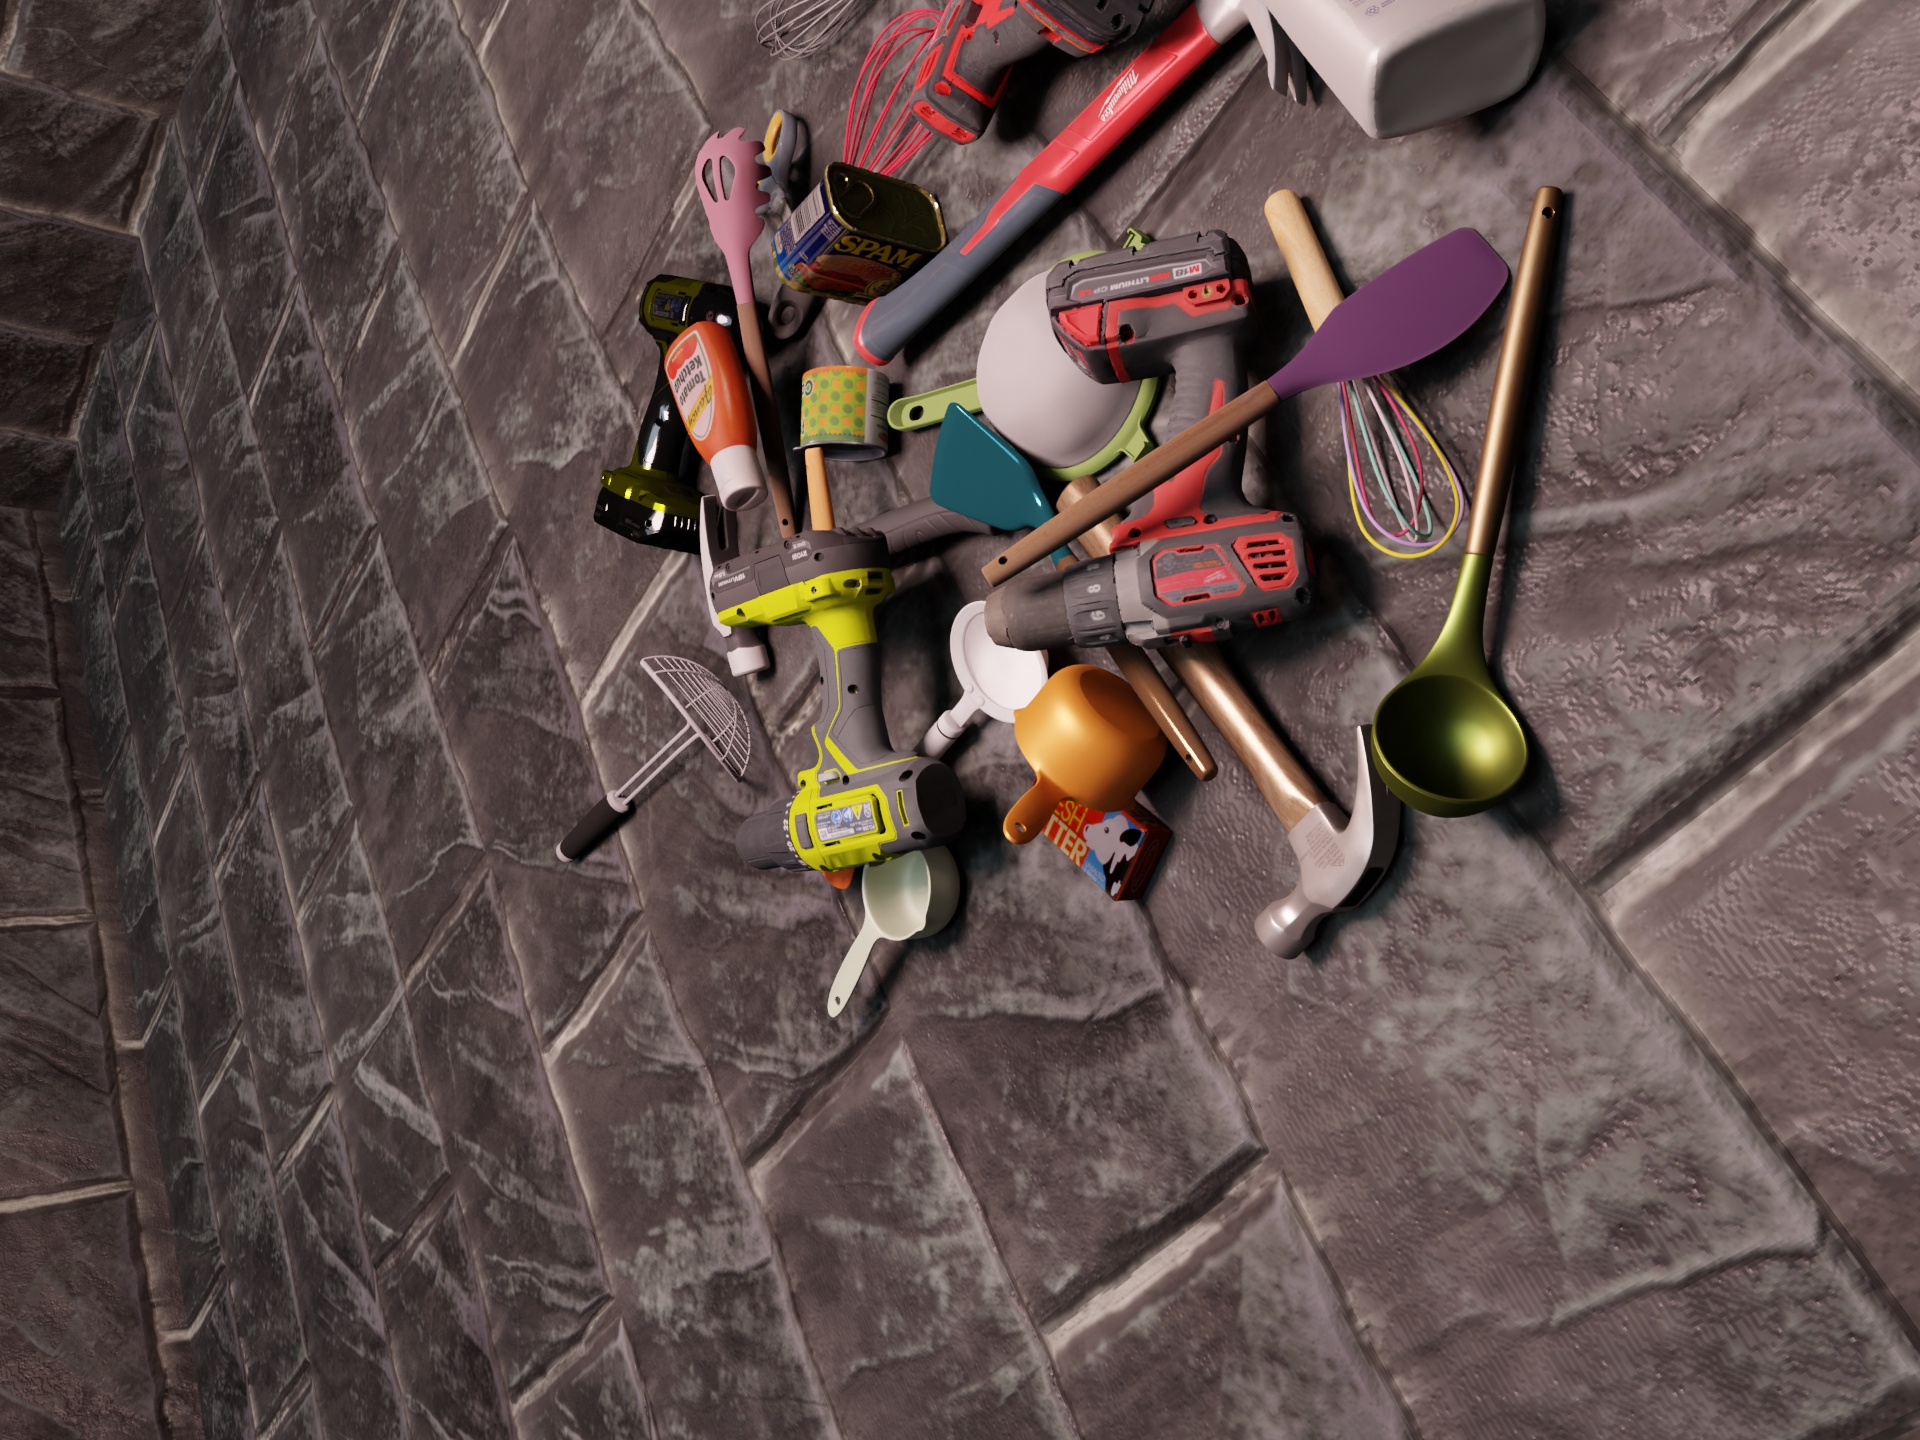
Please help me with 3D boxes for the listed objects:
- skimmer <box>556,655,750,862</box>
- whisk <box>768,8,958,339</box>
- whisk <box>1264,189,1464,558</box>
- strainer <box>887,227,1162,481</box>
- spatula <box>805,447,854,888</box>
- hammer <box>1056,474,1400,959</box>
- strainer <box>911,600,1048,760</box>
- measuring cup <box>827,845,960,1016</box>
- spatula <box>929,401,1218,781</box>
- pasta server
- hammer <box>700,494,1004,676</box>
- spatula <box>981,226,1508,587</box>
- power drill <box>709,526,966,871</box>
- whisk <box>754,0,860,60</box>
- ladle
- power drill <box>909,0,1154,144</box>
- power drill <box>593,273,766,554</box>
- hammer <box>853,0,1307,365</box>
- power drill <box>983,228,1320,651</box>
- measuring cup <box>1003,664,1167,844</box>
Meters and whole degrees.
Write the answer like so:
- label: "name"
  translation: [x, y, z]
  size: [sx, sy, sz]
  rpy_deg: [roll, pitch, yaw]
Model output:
- label: "skimmer"
  translation: [-0.293, 0.058, 1.389]
  size: [0.127, 0.090, 0.363]
  rpy_deg: [51, 133, -1]
- label: "whisk"
  translation: [-0.080, -0.402, 1.203]
  size: [0.295, 0.073, 0.073]
  rpy_deg: [-52, 52, 40]
- label: "whisk"
  translation: [0.211, -0.194, 0.872]
  size: [0.047, 0.051, 0.245]
  rpy_deg: [-42, 54, 45]
- label: "strainer"
  translation: [0.020, -0.232, 1.068]
  size: [0.256, 0.069, 0.151]
  rpy_deg: [-4, 84, 47]
- label: "spatula"
  translation: [-0.096, -0.039, 1.178]
  size: [0.081, 0.041, 0.322]
  rpy_deg: [-168, 70, -71]
- label: "hammer"
  translation: [0.146, -0.030, 0.941]
  size: [0.130, 0.031, 0.332]
  rpy_deg: [-54, 51, 32]
- label: "strainer"
  translation: [-0.002, -0.004, 1.102]
  size: [0.087, 0.050, 0.258]
  rpy_deg: [52, 133, 12]
- label: "measuring cup"
  translation: [-0.051, 0.153, 1.150]
  size: [0.083, 0.038, 0.167]
  rpy_deg: [51, 126, 37]
- label: "spatula"
  translation: [0.067, -0.077, 0.982]
  size: [0.318, 0.044, 0.082]
  rpy_deg: [60, 149, 37]
- label: "pasta server"
  translation: [-0.160, -0.301, 1.252]
  size: [0.060, 0.040, 0.316]
  rpy_deg: [-4, 105, 19]
- label: "hammer"
  translation: [-0.085, -0.134, 1.194]
  size: [0.335, 0.035, 0.146]
  rpy_deg: [-13, 92, 45]
- label: "spatula"
  translation: [0.147, -0.160, 0.852]
  size: [0.316, 0.018, 0.060]
  rpy_deg: [-32, 60, 10]
- label: "power drill"
  translation: [-0.102, -0.006, 1.115]
  size: [0.190, 0.080, 0.228]
  rpy_deg: [-15, 86, 38]
- label: "whisk"
  translation: [-0.074, -0.569, 1.216]
  size: [0.239, 0.055, 0.055]
  rpy_deg: [-12, 78, 43]
- label: "ladle"
  translation: [0.267, -0.109, 0.793]
  size: [0.078, 0.062, 0.320]
  rpy_deg: [11, 92, 4]
- label: "power drill"
  translation: [0.049, -0.467, 1.015]
  size: [0.220, 0.078, 0.143]
  rpy_deg: [1, 67, 65]
- label: "power drill"
  translation: [-0.233, -0.260, 1.350]
  size: [0.171, 0.080, 0.223]
  rpy_deg: [27, 106, 50]
- label: "hammer"
  translation: [0.059, -0.342, 1.046]
  size: [0.386, 0.038, 0.143]
  rpy_deg: [-34, 62, 40]
- label: "power drill"
  translation: [0.098, -0.149, 0.913]
  size: [0.188, 0.080, 0.227]
  rpy_deg: [-9, 77, 14]
- label: "measuring cup"
  translation: [0.069, 0.021, 0.931]
  size: [0.095, 0.174, 0.052]
  rpy_deg: [39, 118, 3]
